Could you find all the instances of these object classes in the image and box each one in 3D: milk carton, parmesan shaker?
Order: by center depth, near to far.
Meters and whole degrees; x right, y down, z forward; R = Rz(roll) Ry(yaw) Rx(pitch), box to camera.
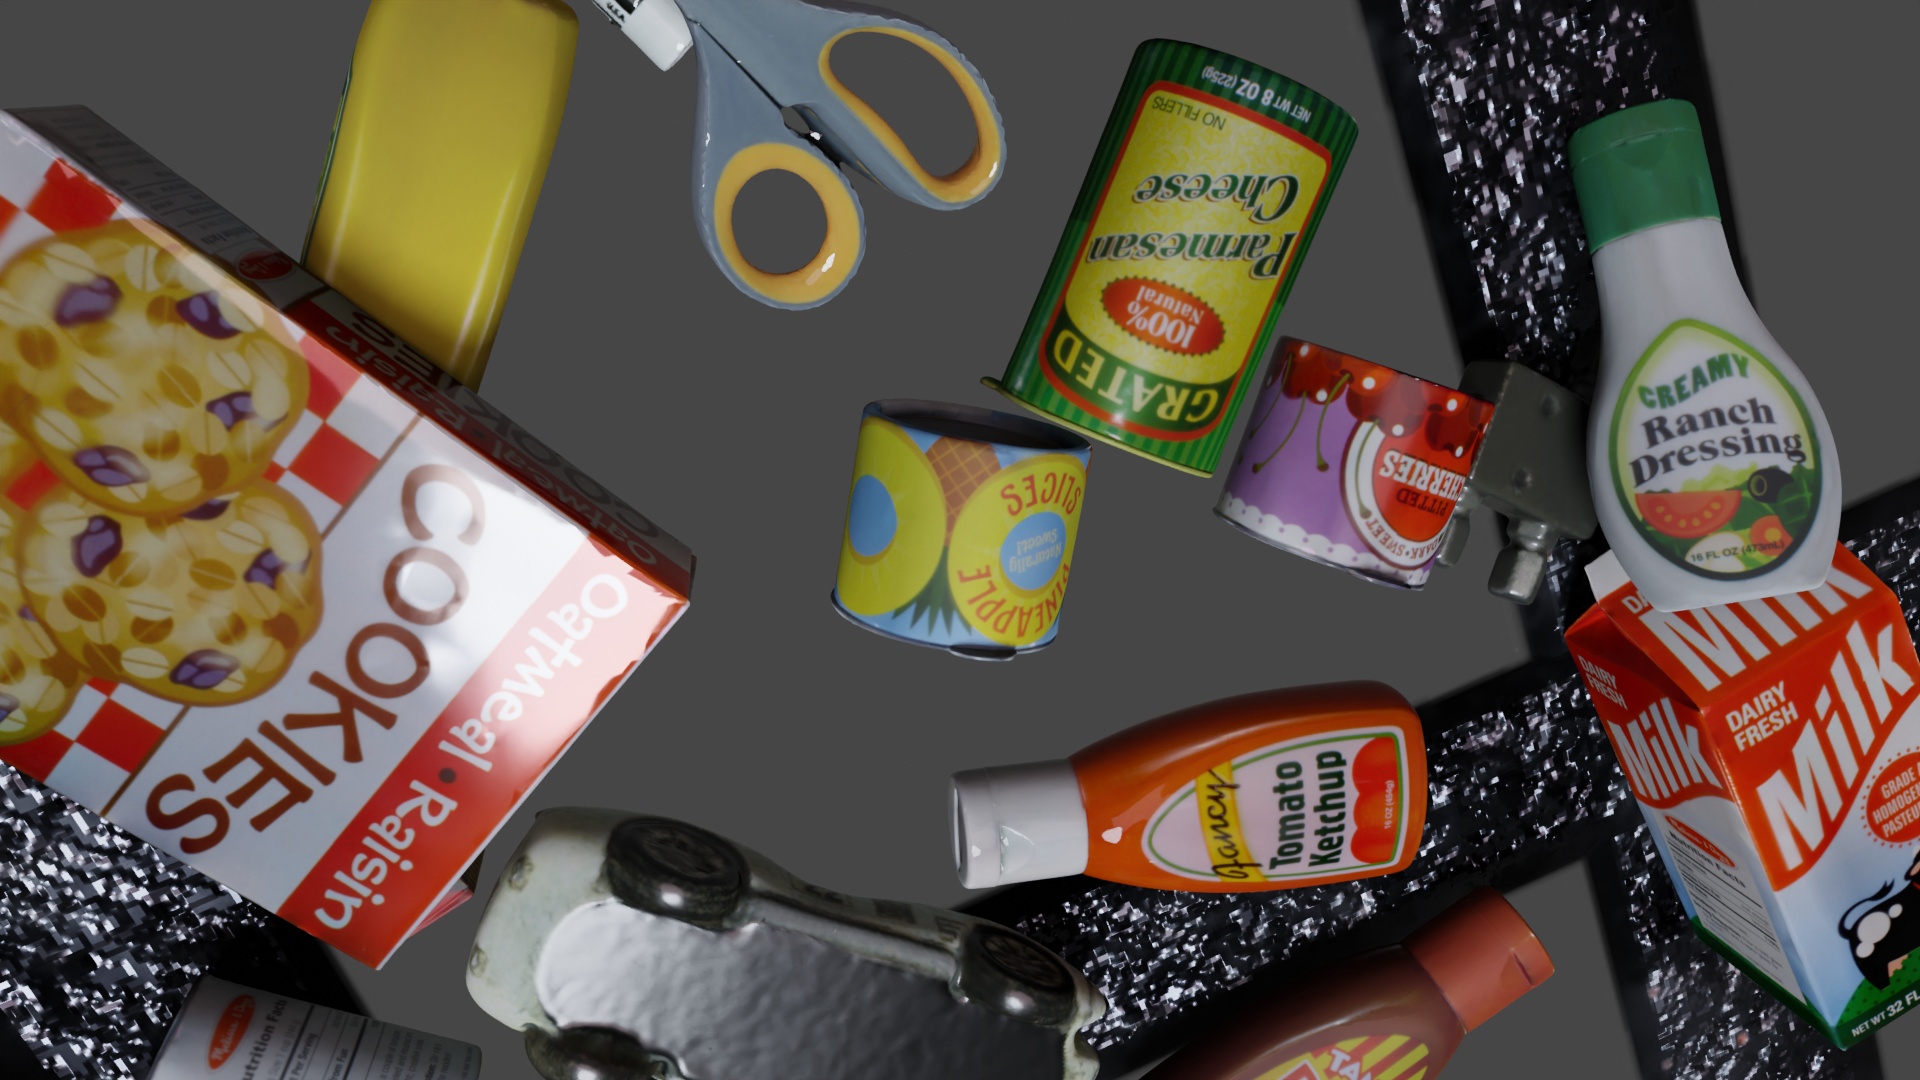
[{"bbox_3d":[0.057,-0.078,0.386,0.071,0.071,0.103,19,100,-16],"label":"parmesan shaker"},{"bbox_3d":[0.271,0.067,0.466,0.072,0.073,0.190,-32,109,-1],"label":"milk carton"}]

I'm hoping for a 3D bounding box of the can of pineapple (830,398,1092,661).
[{"bbox_3d":[0.001,-0.005,0.392,0.071,0.071,0.057,7,104,-14],"label":"can of pineapple"}]

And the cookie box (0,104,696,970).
[{"bbox_3d":[-0.164,0.005,0.318,0.167,0.040,0.123,38,99,-18],"label":"cookie box"}]

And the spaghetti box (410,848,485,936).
[{"bbox_3d":[-0.217,0.003,0.358,0.029,0.050,0.249,-37,109,-1],"label":"spaghetti box"}]

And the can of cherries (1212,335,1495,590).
[{"bbox_3d":[0.117,-0.023,0.410,0.071,0.071,0.058,16,101,-16],"label":"can of cherries"}]

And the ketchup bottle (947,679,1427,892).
[{"bbox_3d":[0.072,0.083,0.444,0.149,0.043,0.064,-5,106,-10],"label":"ketchup bottle"}]

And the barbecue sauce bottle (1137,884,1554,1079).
[{"bbox_3d":[0.134,0.176,0.482,0.148,0.044,0.064,-34,108,-2],"label":"barbecue sauce bottle"}]

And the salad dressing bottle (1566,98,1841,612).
[{"bbox_3d":[0.213,-0.054,0.411,0.064,0.044,0.148,-12,81,21],"label":"salad dressing bottle"}]

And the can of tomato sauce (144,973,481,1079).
[{"bbox_3d":[-0.191,0.170,0.401,0.083,0.071,0.071,22,100,-17],"label":"can of tomato sauce"}]

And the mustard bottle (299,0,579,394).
[{"bbox_3d":[-0.140,-0.064,0.350,0.049,0.065,0.159,17,105,-19],"label":"mustard bottle"}]
